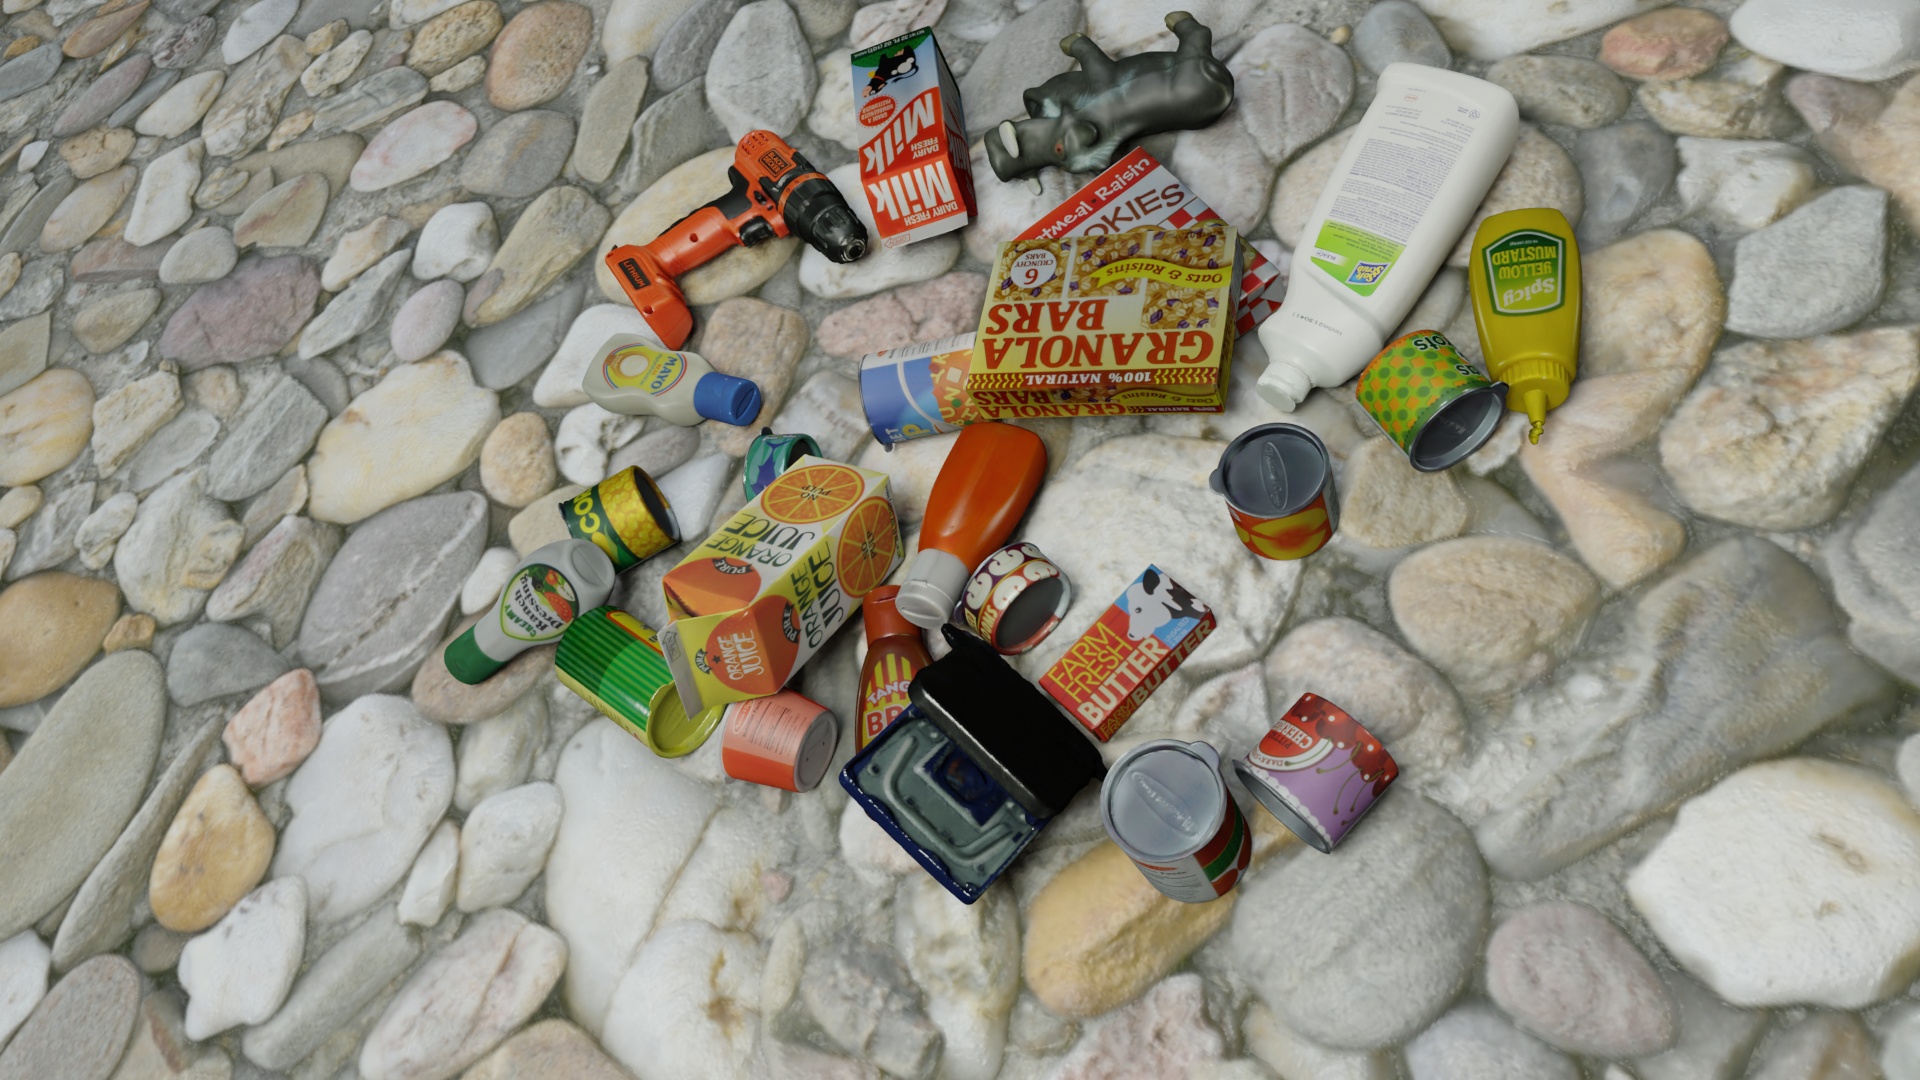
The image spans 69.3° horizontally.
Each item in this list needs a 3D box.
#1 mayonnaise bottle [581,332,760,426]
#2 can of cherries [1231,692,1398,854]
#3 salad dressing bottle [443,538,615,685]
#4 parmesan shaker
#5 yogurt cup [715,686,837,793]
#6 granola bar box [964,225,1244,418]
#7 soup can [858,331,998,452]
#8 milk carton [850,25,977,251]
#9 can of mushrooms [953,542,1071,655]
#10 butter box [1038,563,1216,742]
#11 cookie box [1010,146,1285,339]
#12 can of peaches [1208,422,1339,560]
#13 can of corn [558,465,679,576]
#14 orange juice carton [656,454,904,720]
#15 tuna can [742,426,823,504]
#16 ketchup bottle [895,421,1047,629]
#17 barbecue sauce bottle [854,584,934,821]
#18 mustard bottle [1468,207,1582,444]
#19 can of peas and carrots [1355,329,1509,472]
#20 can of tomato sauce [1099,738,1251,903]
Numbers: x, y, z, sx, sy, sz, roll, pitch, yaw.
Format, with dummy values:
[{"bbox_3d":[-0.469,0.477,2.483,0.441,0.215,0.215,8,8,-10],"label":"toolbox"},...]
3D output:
[{"bbox_3d":[-0.222,-0.120,1.078,0.148,0.041,0.065,15,67,30],"label":"mayonnaise bottle"},{"bbox_3d":[0.190,0.123,0.746,0.058,0.071,0.071,-45,55,-7],"label":"can of cherries"},{"bbox_3d":[-0.308,0.054,0.984,0.147,0.064,0.044,-34,7,26],"label":"salad dressing bottle"},{"bbox_3d":[-0.216,0.092,0.931,0.103,0.071,0.071,27,74,33],"label":"parmesan shaker"},{"bbox_3d":[-0.113,0.125,0.875,0.054,0.072,0.072,16,68,21],"label":"yogurt cup"},{"bbox_3d":[0.096,-0.142,0.912,0.165,0.039,0.125,1,63,23],"label":"granola bar box"},{"bbox_3d":[-0.020,-0.104,0.972,0.084,0.071,0.071,-9,58,17],"label":"soup can"},{"bbox_3d":[-0.036,-0.306,1.092,0.072,0.073,0.191,-16,57,13],"label":"milk carton"},{"bbox_3d":[0.033,0.038,0.862,0.071,0.071,0.033,-43,56,-6],"label":"can of mushrooms"},{"bbox_3d":[0.101,0.068,0.843,0.103,0.024,0.053,-45,54,-8],"label":"butter box"},{"bbox_3d":[0.127,-0.188,0.976,0.123,0.040,0.168,-36,55,0],"label":"cookie box"},{"bbox_3d":[0.191,-0.028,0.843,0.071,0.058,0.071,-10,59,17],"label":"can of peaches"},{"bbox_3d":[-0.247,-0.015,1.007,0.058,0.071,0.071,-29,54,4],"label":"can of corn"},{"bbox_3d":[-0.120,0.029,0.883,0.073,0.071,0.194,14,41,29],"label":"orange juice carton"},{"bbox_3d":[-0.123,-0.045,0.976,0.033,0.071,0.071,-1,61,21],"label":"tuna can"},{"bbox_3d":[0.003,-0.011,0.901,0.065,0.043,0.149,8,53,26],"label":"ketchup bottle"},{"bbox_3d":[-0.037,0.099,0.869,0.065,0.043,0.149,-13,56,5],"label":"barbecue sauce bottle"},{"bbox_3d":[0.346,-0.129,0.844,0.065,0.048,0.161,-5,59,22],"label":"mustard bottle"},{"bbox_3d":[0.282,-0.086,0.833,0.071,0.070,0.059,-32,54,2],"label":"can of peas and carrots"},{"bbox_3d":[0.119,0.151,0.750,0.071,0.083,0.071,-10,58,17],"label":"can of tomato sauce"}]
